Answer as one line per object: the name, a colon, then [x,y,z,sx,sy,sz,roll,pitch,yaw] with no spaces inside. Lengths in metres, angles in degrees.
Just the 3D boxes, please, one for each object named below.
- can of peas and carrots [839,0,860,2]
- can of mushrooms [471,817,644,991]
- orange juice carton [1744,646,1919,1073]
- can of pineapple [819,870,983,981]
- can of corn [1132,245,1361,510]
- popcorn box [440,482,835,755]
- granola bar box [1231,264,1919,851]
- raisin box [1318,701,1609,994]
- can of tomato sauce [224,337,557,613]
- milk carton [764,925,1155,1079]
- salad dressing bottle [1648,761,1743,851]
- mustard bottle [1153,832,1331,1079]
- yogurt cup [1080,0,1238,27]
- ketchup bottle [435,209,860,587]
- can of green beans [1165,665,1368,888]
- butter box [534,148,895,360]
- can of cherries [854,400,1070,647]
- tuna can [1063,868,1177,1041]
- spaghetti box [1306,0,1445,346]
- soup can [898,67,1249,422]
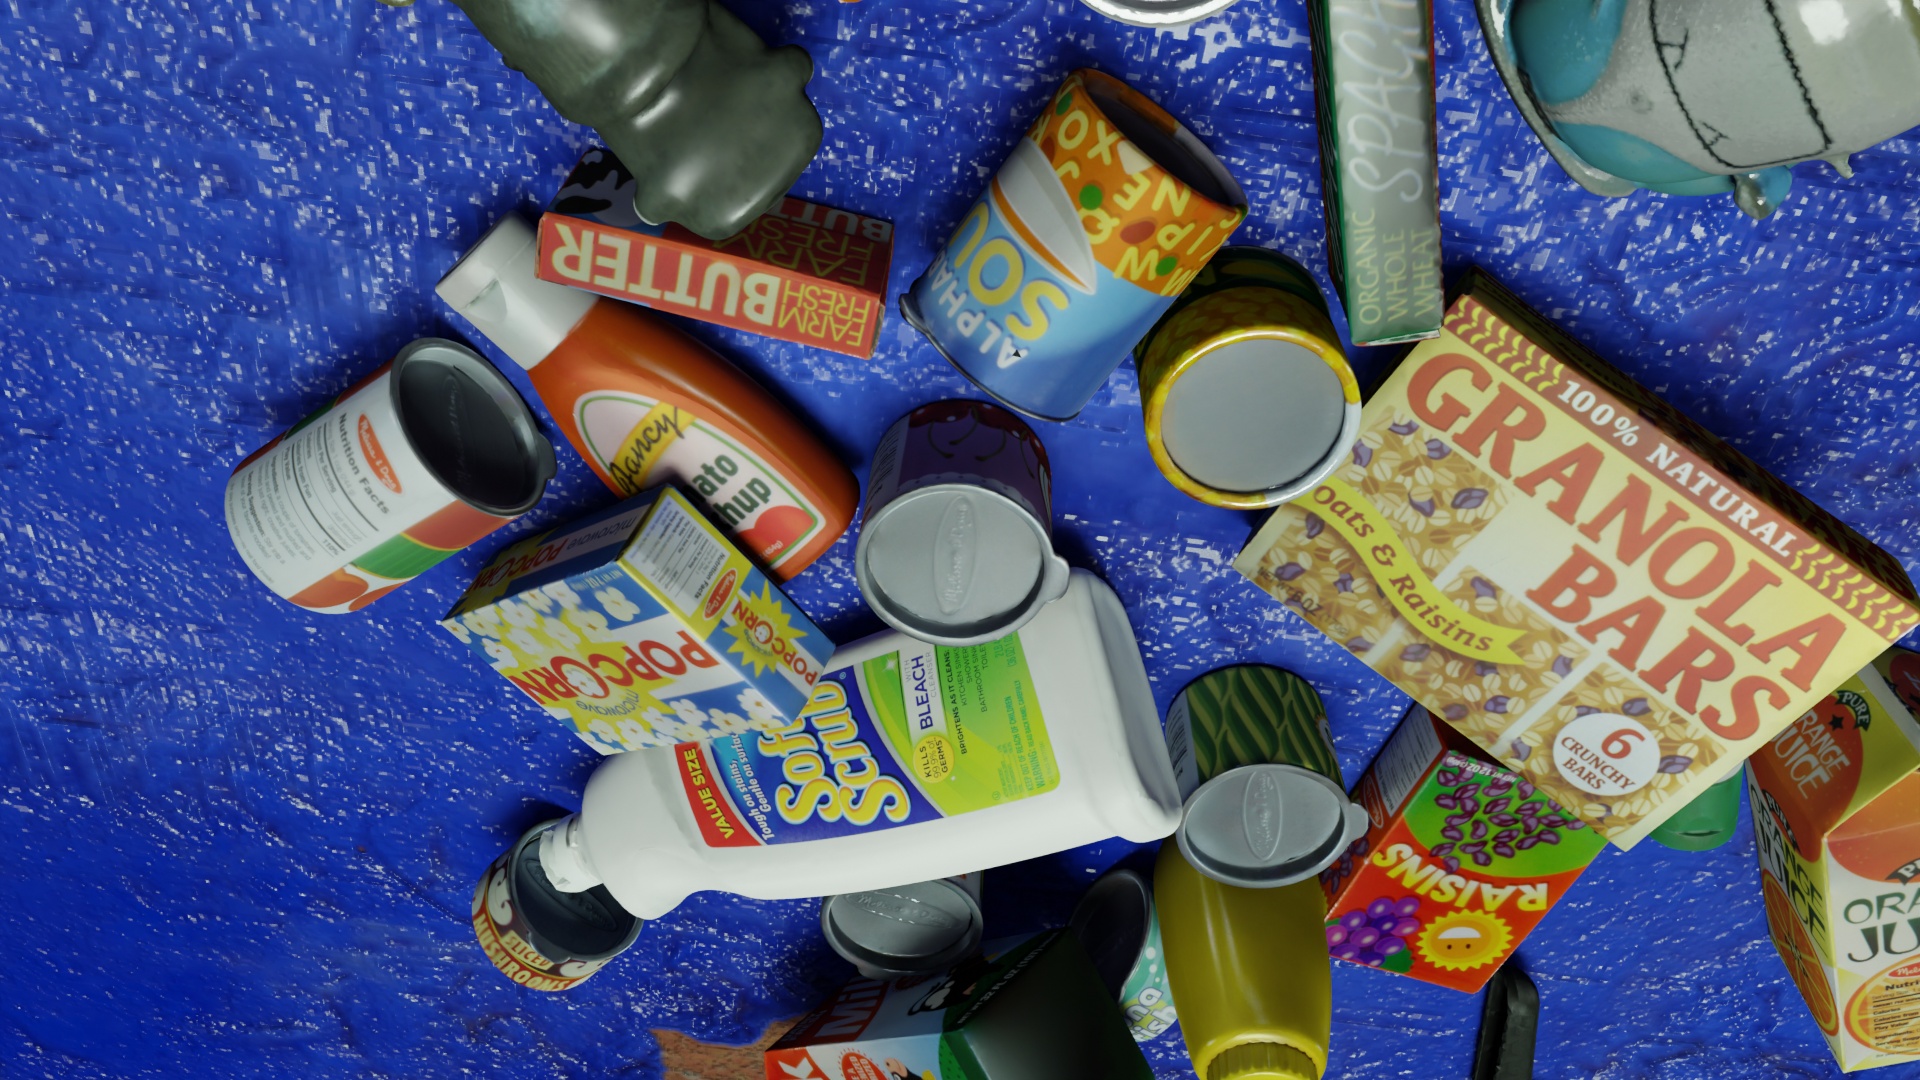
can of peas and carrots: [-0.031,-0.182,0.351,0.058,0.071,0.071,-38,115,26]
can of mushrooms: [-0.173,0.157,0.594,0.071,0.071,0.033,38,120,-21]
orange juice carton: [0.359,0.117,0.539,0.073,0.072,0.192,-18,122,15]
can of pineapple: [-0.024,0.139,0.582,0.071,0.058,0.070,1,125,2]
can of corn: [0.087,-0.053,0.443,0.071,0.058,0.070,1,125,2]
popcorn box: [-0.117,0.033,0.496,0.126,0.038,0.085,-15,128,44]
granola bar box: [0.195,0.008,0.459,0.165,0.039,0.123,36,123,3]
raisin box: [0.203,0.127,0.575,0.086,0.040,0.122,16,123,-9]
can of tomato sauce: [-0.194,-0.020,0.476,0.083,0.071,0.071,-27,119,21]
milk carton: [-0.016,0.226,0.599,0.190,0.073,0.073,-28,91,49]
salad dressing bottle: [0.275,0.053,0.516,0.064,0.044,0.147,-7,124,12]
mustard bottle: [0.111,0.171,0.536,0.065,0.161,0.048,22,125,-11]
yogurt cup: [0.052,-0.175,0.362,0.072,0.054,0.072,1,125,2]
ketchup bottle: [-0.105,-0.045,0.467,0.064,0.044,0.148,-33,117,27]
can of green beans: [0.115,0.091,0.542,0.071,0.058,0.071,1,125,2]
butter box: [-0.072,-0.089,0.428,0.103,0.053,0.024,13,126,-6]
can of cherries: [0.002,-0.006,0.480,0.071,0.059,0.071,1,124,2]
tuna can: [0.073,0.180,0.598,0.033,0.071,0.070,31,121,-19]
spaghetti box: [0.105,-0.170,0.365,0.028,0.050,0.248,-8,124,11]
soup can: [0.033,-0.088,0.415,0.071,0.072,0.083,30,120,-17]
